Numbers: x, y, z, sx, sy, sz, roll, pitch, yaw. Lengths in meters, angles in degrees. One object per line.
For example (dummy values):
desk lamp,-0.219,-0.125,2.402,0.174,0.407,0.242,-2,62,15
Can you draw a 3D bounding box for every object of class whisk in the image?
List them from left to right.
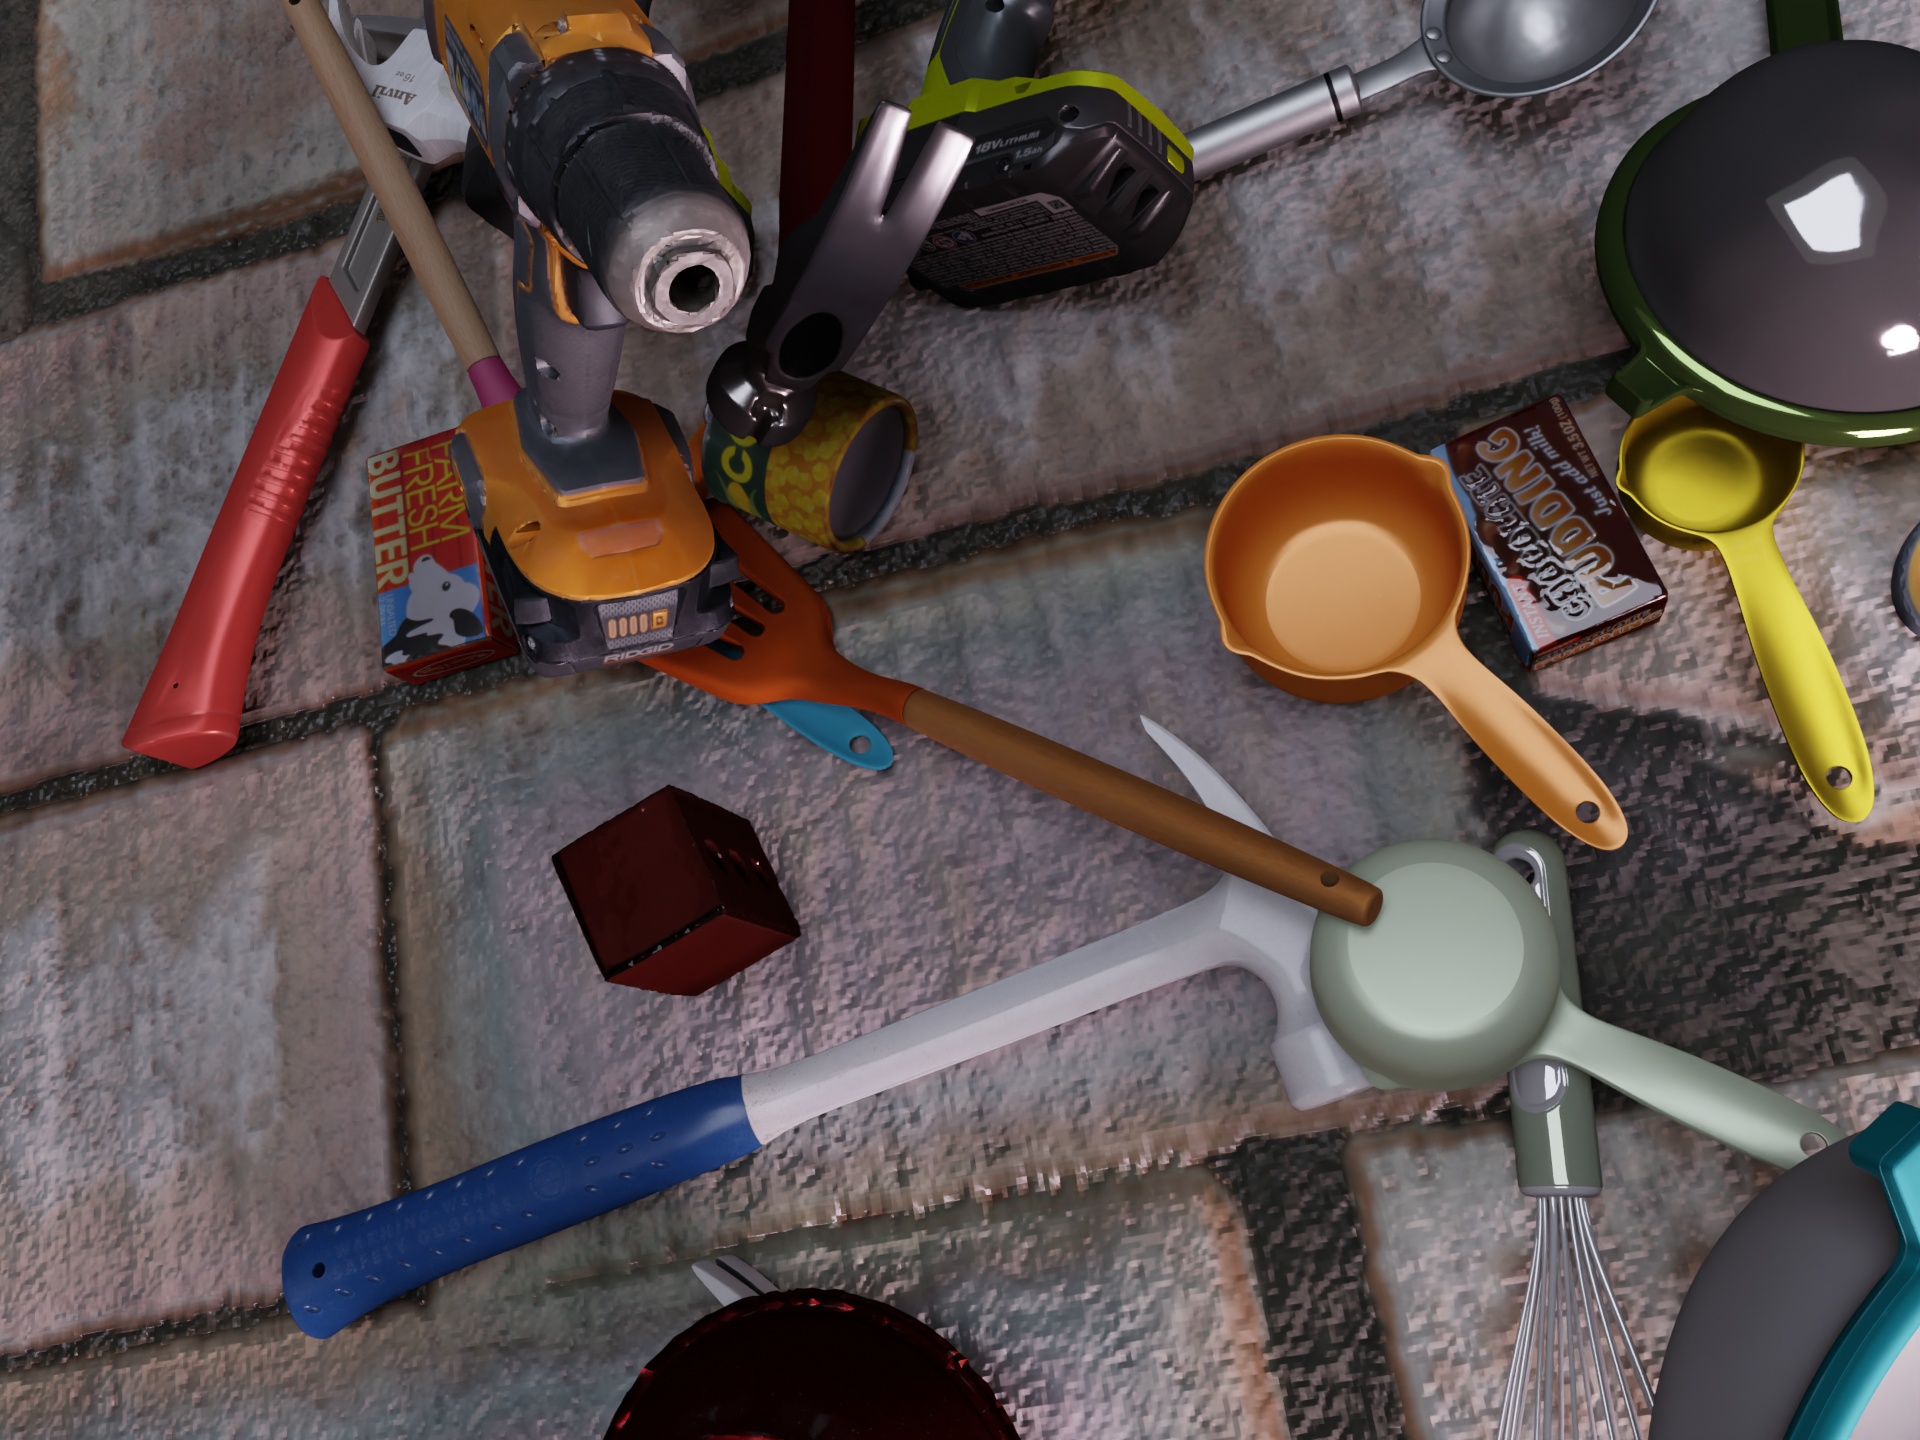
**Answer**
whisk,0.185,0.153,0.491,0.058,0.059,0.246,-16,65,41

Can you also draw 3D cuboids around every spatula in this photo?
spatula,-0.001,-0.002,0.559,0.323,0.041,0.081,23,63,35

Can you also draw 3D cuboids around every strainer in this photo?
strainer,0.154,-0.243,0.608,0.258,0.050,0.087,-18,66,17
strainer,0.296,-0.218,0.531,0.151,0.069,0.256,3,70,8
strainer,0.242,0.244,0.423,0.211,0.095,0.340,9,99,-21

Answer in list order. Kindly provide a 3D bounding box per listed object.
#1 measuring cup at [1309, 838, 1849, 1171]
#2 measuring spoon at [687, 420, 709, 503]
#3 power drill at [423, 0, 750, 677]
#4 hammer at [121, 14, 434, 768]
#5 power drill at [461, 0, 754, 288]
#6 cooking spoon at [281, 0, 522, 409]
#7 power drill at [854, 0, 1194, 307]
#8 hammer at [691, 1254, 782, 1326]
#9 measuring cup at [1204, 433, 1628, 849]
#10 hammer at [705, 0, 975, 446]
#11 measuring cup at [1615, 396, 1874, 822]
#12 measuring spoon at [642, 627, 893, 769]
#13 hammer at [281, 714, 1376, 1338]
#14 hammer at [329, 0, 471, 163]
measuring cup,0.183,0.090,0.473,0.168,0.038,0.083,24,76,25
measuring spoon,-0.111,-0.100,0.652,0.021,0.011,0.117,30,78,-10
power drill,-0.117,-0.117,0.517,0.084,0.226,0.186,-14,49,-23
hammer,-0.300,-0.154,0.719,0.149,0.036,0.359,15,80,19
power drill,-0.128,-0.297,0.646,0.080,0.171,0.223,3,85,17
cooking spoon,-0.209,-0.170,0.660,0.069,0.017,0.319,-27,87,4
power drill,0.045,-0.287,0.604,0.191,0.080,0.228,0,76,42
hammer,-0.174,0.317,0.559,0.335,0.035,0.146,-29,70,8
measuring cup,0.157,-0.019,0.541,0.095,0.052,0.174,-41,70,3
hammer,-0.047,-0.295,0.612,0.038,0.143,0.387,14,55,-24
measuring cup,0.265,-0.039,0.528,0.062,0.029,0.157,-17,74,11
measuring spoon,-0.080,-0.014,0.630,0.129,0.021,0.042,33,67,13
hammer,-0.066,0.131,0.575,0.405,0.035,0.144,-23,71,10
hammer,-0.175,-0.394,0.726,0.128,0.033,0.331,20,75,19
